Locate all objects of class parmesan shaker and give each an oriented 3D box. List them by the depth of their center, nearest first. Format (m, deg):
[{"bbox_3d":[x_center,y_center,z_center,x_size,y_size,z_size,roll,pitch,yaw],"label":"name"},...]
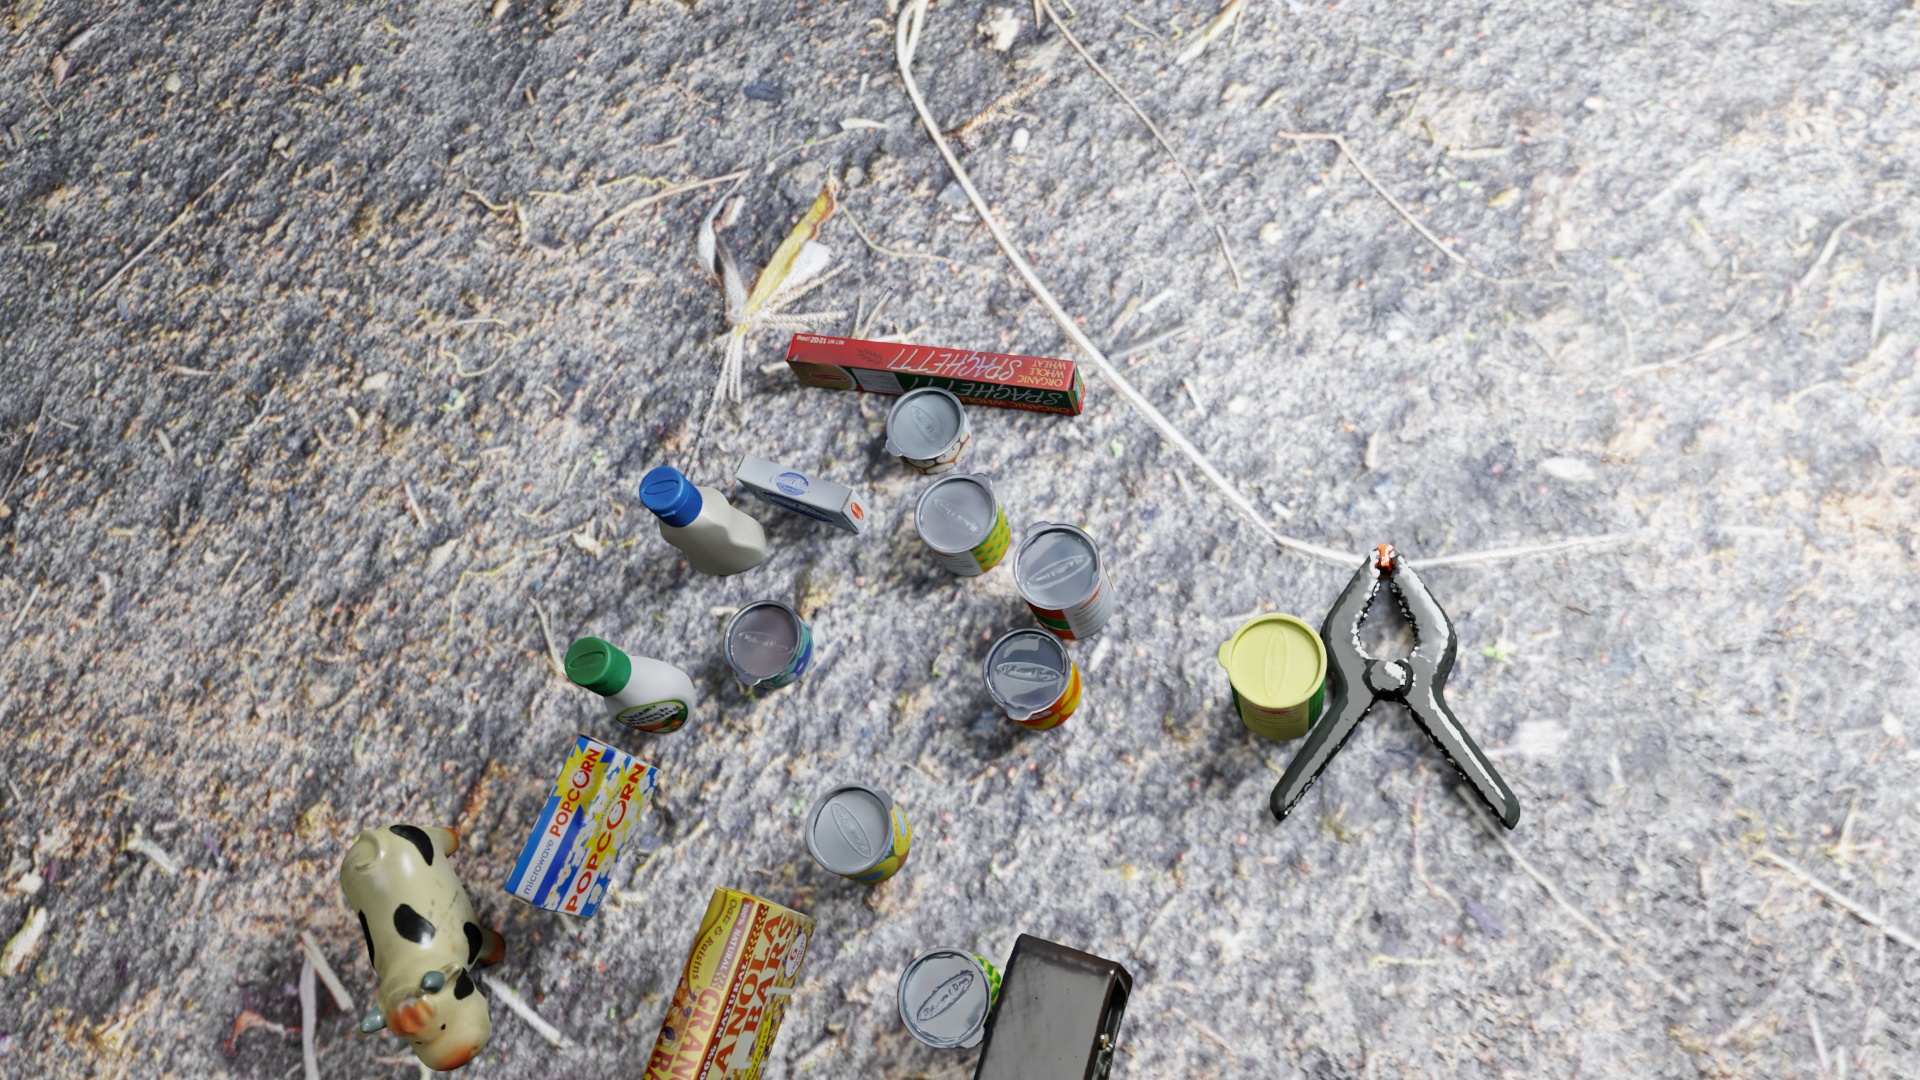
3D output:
[{"bbox_3d":[0.219,0.097,0.975,0.071,0.103,0.071,-5,69,12],"label":"parmesan shaker"}]

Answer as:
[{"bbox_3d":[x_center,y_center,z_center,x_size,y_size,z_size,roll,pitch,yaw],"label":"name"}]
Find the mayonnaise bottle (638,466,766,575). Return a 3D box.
[{"bbox_3d":[-0.205,-0.015,1.095,0.065,0.147,0.041,-14,67,8],"label":"mayonnaise bottle"}]

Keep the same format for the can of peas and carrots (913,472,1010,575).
[{"bbox_3d":[0.004,-0.014,1.094,0.071,0.058,0.071,-5,69,12],"label":"can of peas and carrots"}]

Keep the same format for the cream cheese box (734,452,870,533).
[{"bbox_3d":[-0.129,-0.038,1.138,0.104,0.053,0.024,19,75,19],"label":"cream cheese box"}]

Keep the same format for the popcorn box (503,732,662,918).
[{"bbox_3d":[-0.285,0.219,1.059,0.038,0.085,0.127,18,75,19],"label":"popcorn box"}]

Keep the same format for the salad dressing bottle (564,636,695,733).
[{"bbox_3d":[-0.251,0.110,1.058,0.064,0.147,0.044,-18,67,7],"label":"salad dressing bottle"}]

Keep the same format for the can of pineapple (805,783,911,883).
[{"bbox_3d":[-0.072,0.216,1.024,0.071,0.057,0.071,-5,69,12],"label":"can of pineapple"}]

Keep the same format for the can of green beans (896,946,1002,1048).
[{"bbox_3d":[-0.005,0.319,0.968,0.071,0.057,0.071,-5,69,12],"label":"can of green beans"}]

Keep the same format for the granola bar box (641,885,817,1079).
[{"bbox_3d":[-0.162,0.332,0.964,0.039,0.124,0.166,14,74,18],"label":"granola bar box"}]

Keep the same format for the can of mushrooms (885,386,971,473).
[{"bbox_3d":[-0.027,-0.089,1.144,0.071,0.033,0.071,-5,69,12],"label":"can of mushrooms"}]

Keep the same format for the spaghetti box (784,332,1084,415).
[{"bbox_3d":[-0.021,-0.138,1.152,0.250,0.050,0.029,8,72,16],"label":"spaghetti box"}]

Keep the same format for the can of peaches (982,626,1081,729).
[{"bbox_3d":[0.054,0.106,1.036,0.071,0.058,0.071,-5,69,12],"label":"can of peaches"}]

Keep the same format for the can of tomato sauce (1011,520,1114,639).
[{"bbox_3d":[0.077,0.031,1.045,0.071,0.083,0.071,-5,69,12],"label":"can of tomato sauce"}]

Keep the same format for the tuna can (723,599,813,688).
[{"bbox_3d":[-0.153,0.086,1.107,0.071,0.032,0.071,-5,69,12],"label":"tuna can"}]
